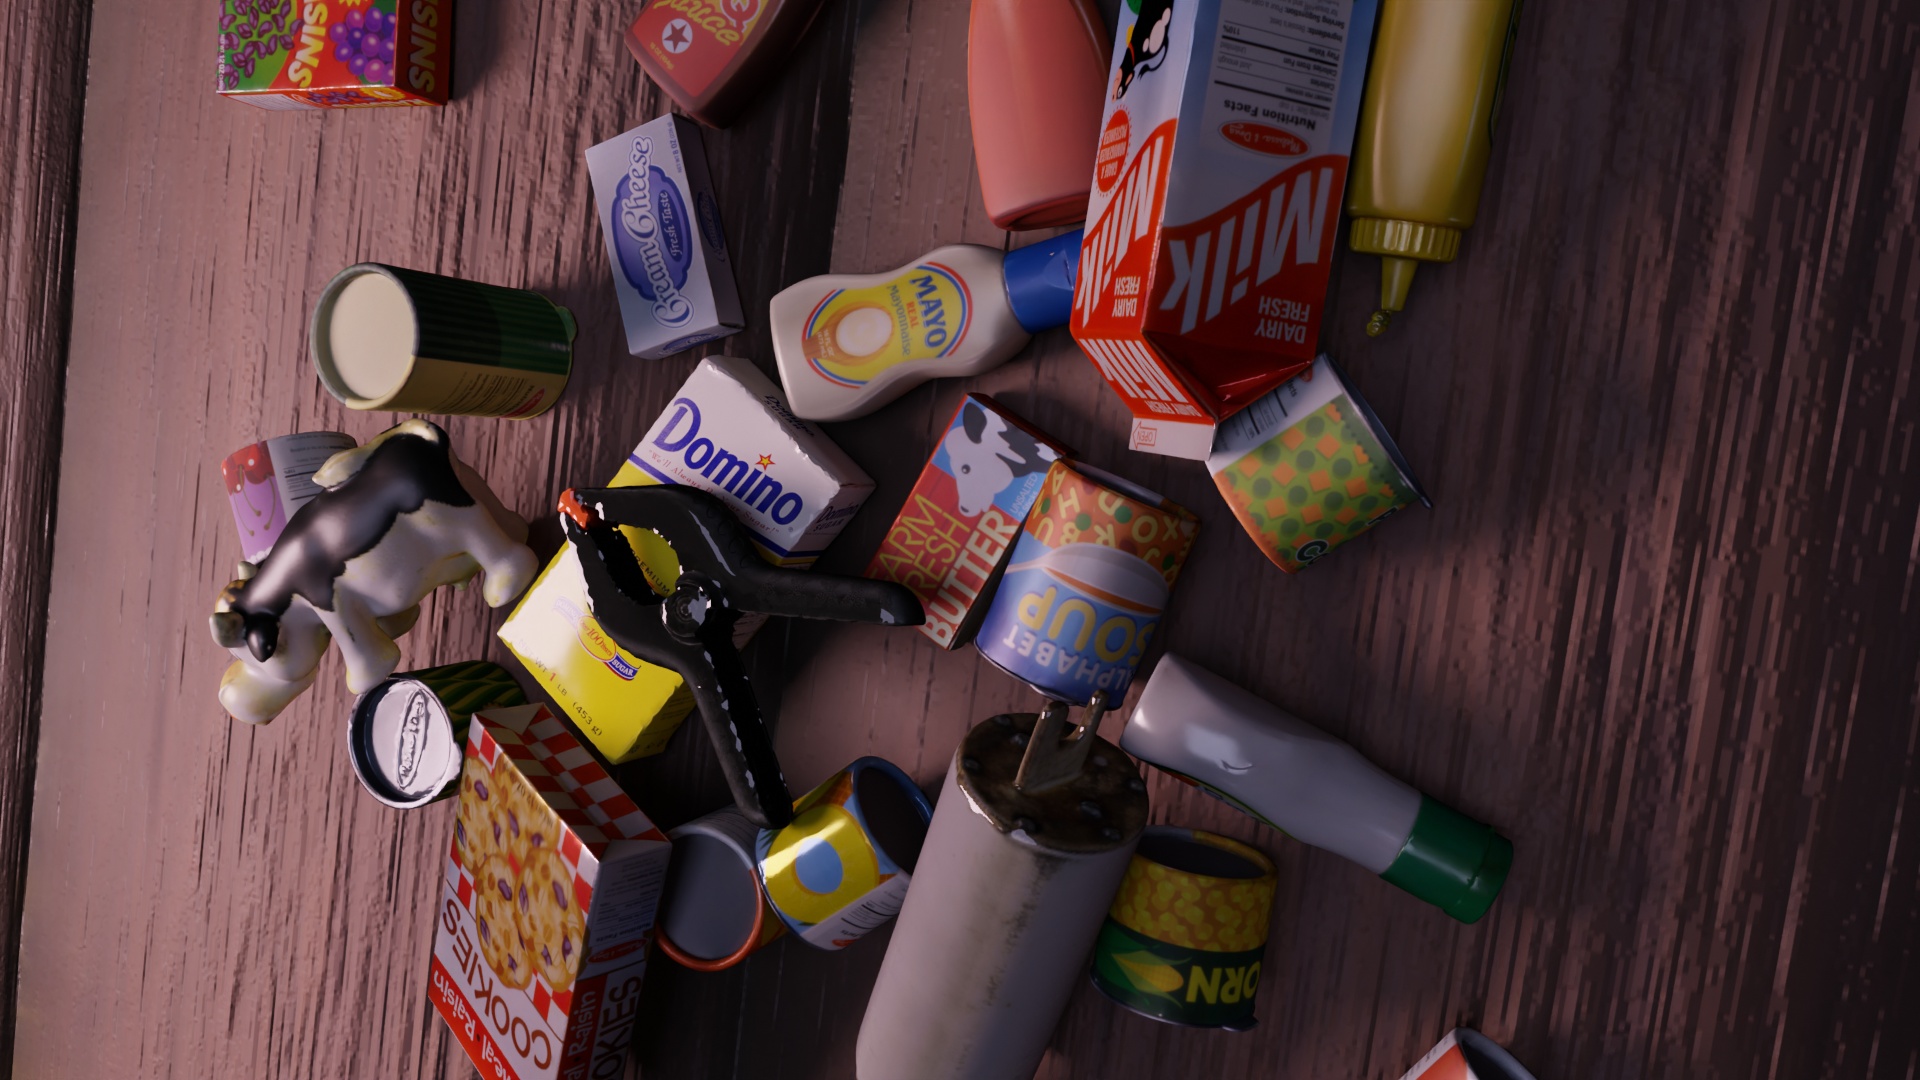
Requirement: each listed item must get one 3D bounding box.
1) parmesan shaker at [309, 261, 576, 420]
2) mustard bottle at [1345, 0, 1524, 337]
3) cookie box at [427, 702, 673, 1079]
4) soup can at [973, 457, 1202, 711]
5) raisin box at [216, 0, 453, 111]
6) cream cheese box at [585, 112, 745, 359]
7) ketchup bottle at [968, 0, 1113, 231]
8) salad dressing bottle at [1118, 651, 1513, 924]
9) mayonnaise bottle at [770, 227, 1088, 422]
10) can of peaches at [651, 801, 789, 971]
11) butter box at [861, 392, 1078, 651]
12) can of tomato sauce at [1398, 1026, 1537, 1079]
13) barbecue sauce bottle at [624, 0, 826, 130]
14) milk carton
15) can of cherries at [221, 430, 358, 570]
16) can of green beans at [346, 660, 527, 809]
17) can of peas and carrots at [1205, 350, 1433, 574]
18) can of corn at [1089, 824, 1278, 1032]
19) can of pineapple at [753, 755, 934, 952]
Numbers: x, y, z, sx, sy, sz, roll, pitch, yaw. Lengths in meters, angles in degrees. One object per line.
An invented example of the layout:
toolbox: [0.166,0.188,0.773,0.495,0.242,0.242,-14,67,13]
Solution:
parmesan shaker: [-0.240,-0.094,0.654,0.071,0.103,0.071,1,92,22]
mustard bottle: [0.173,-0.154,0.513,0.049,0.065,0.159,12,102,18]
cookie box: [-0.193,0.179,0.642,0.123,0.040,0.166,33,116,39]
soup can: [0.052,0.018,0.559,0.071,0.071,0.083,26,101,19]
raisin box: [-0.322,-0.269,0.717,0.123,0.040,0.086,5,93,23]
cream cheese box: [-0.140,-0.142,0.656,0.053,0.024,0.104,-15,86,23]
ketchup bottle: [0.031,-0.207,0.576,0.064,0.043,0.148,-10,88,21]
salad dressing bottle: [0.136,0.096,0.536,0.148,0.064,0.044,28,92,11]
mayonnaise bottle: [-0.008,-0.096,0.595,0.148,0.041,0.065,-13,87,22]
can of peaches: [-0.104,0.157,0.632,0.071,0.058,0.071,1,92,21]
butter box: [0.002,-0.008,0.603,0.053,0.024,0.103,34,103,17]
can of tomato sauce: [0.182,0.236,0.516,0.071,0.071,0.083,43,106,15]
barbecue sauce bottle: [-0.083,-0.259,0.619,0.148,0.044,0.065,-45,75,16]
milk carton: [0.094,-0.126,0.524,0.073,0.072,0.190,7,95,-18]
can of cherries: [-0.340,-0.018,0.717,0.071,0.071,0.058,-21,84,21]
can of green beans: [-0.258,0.095,0.691,0.071,0.058,0.071,1,92,22]
can of peas and carrots: [0.134,-0.027,0.529,0.058,0.071,0.071,-34,80,20]
can of corn: [0.091,0.151,0.549,0.071,0.071,0.058,11,96,21]
can of pineapple: [-0.048,0.134,0.605,0.057,0.071,0.071,-36,79,19]
